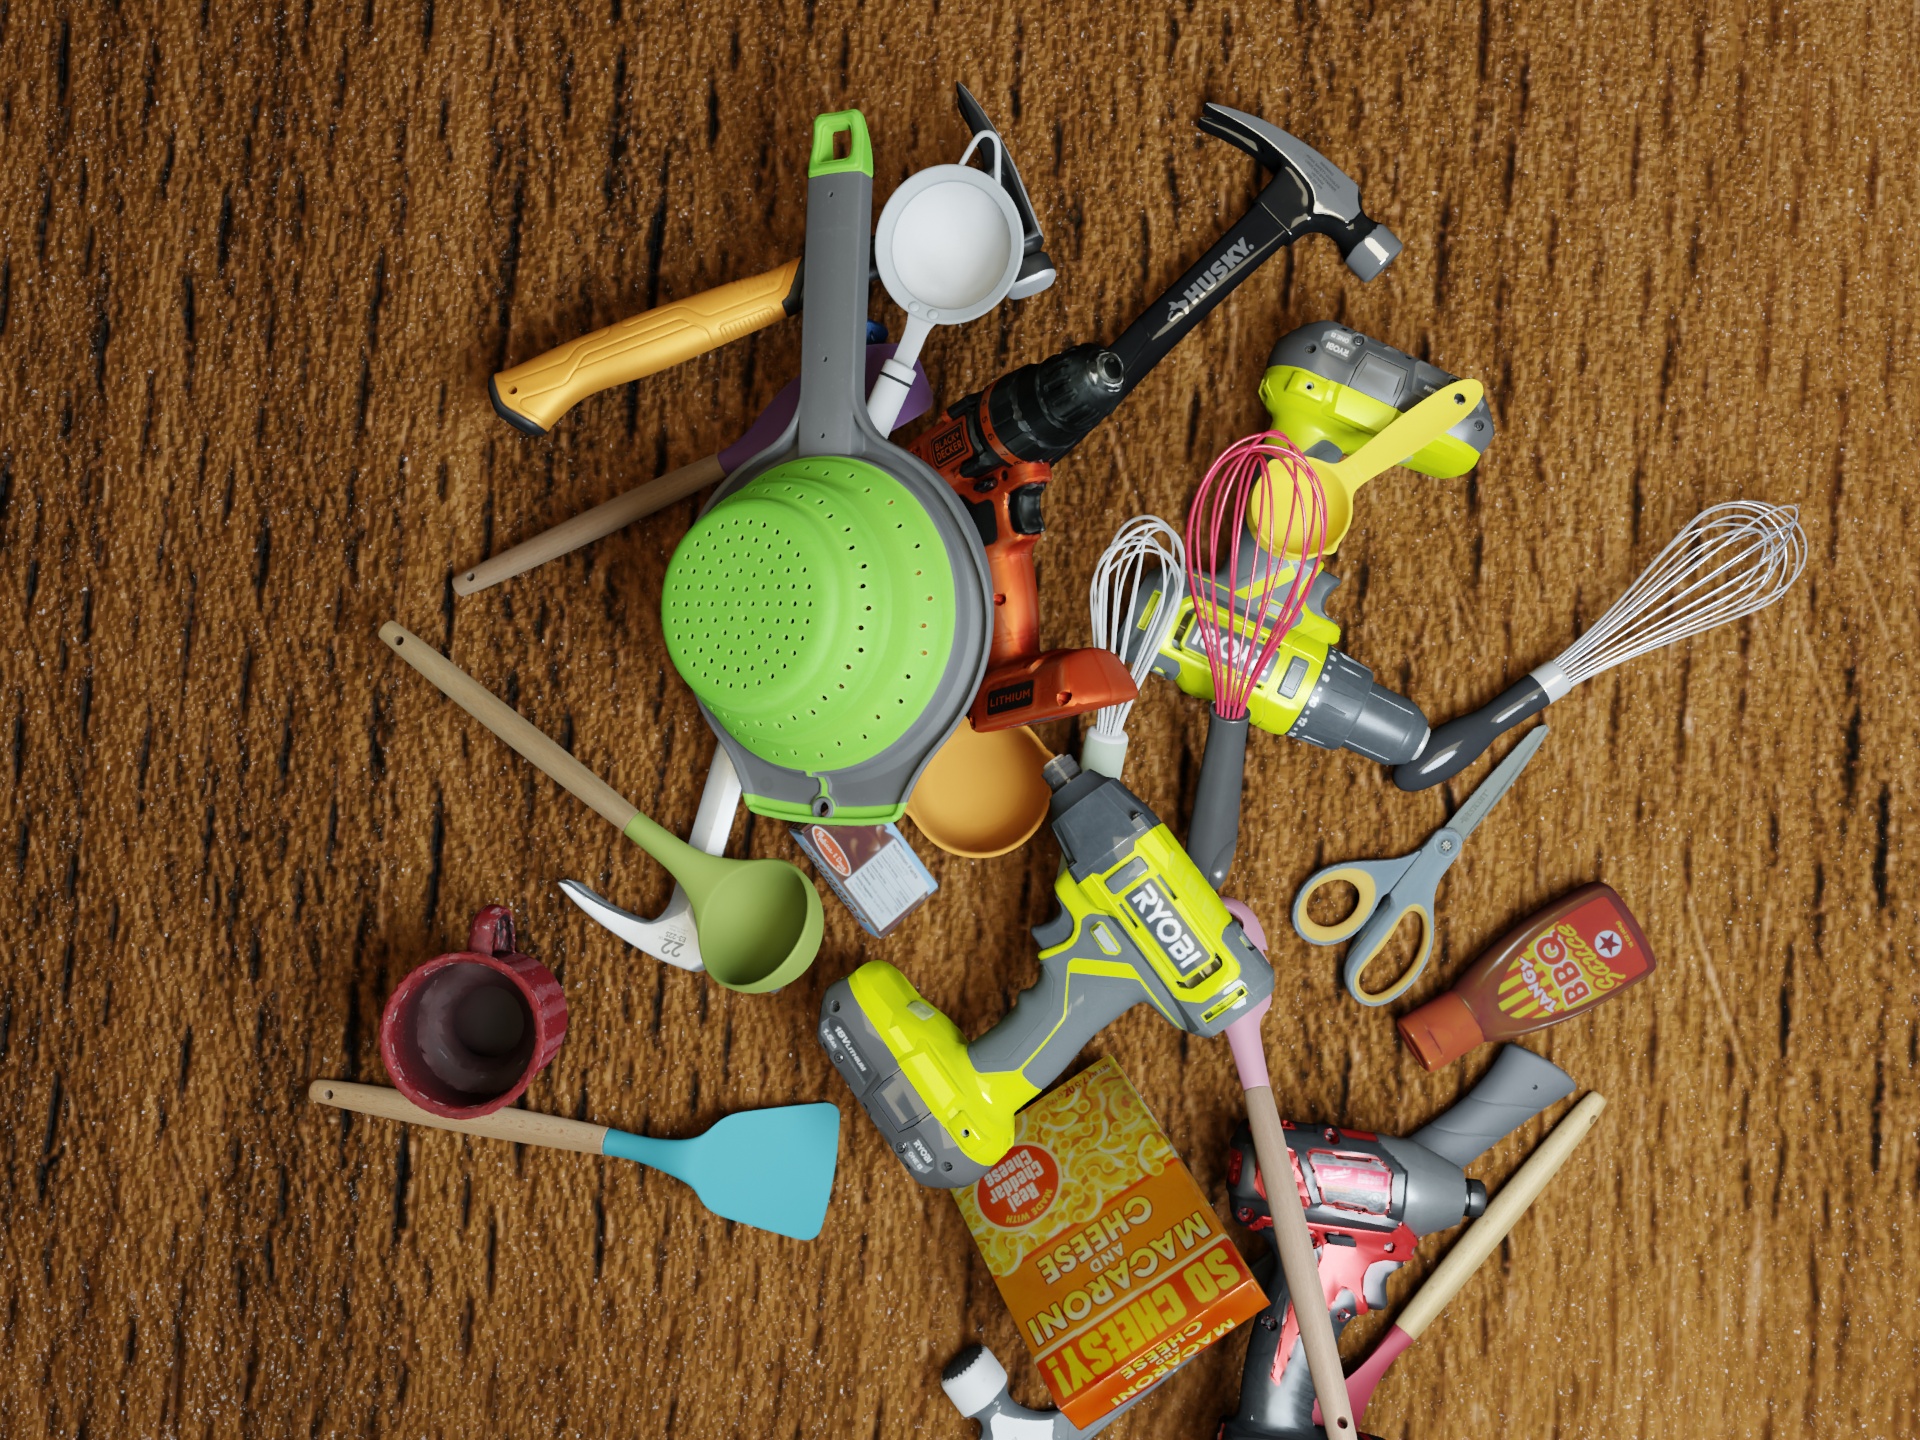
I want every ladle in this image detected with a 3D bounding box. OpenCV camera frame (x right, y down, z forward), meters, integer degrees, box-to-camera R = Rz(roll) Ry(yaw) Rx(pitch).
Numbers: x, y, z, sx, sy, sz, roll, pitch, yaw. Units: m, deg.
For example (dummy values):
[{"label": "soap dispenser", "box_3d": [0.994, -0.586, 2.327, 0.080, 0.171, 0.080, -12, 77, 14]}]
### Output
[{"label": "ladle", "box_3d": [-0.211, 0.041, 0.911, 0.320, 0.062, 0.078, 38, 85, 4]}, {"label": "ladle", "box_3d": [0.279, 0.341, 0.941, 0.315, 0.031, 0.069, -48, 121, -6]}]

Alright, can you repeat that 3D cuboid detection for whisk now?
[{"label": "whisk", "box_3d": [0.380, -0.041, 0.954, 0.284, 0.070, 0.070, -34, 88, 3]}, {"label": "whisk", "box_3d": [0.087, 0.001, 0.915, 0.057, 0.059, 0.246, -10, 119, -39]}, {"label": "whisk", "box_3d": [0.153, -0.022, 0.885, 0.073, 0.073, 0.295, 2, 122, 0]}]

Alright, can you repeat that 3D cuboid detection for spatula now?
[{"label": "spatula", "box_3d": [-0.234, 0.247, 0.953, 0.317, 0.044, 0.082, 9, 88, 5]}, {"label": "spatula", "box_3d": [-0.166, -0.145, 0.950, 0.316, 0.018, 0.060, -24, 78, 9]}]

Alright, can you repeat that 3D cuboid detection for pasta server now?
[{"label": "pasta server", "box_3d": [0.167, 0.230, 0.866, 0.060, 0.040, 0.317, -9, 57, 0]}]

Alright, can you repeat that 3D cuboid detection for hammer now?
[{"label": "hammer", "box_3d": [0.194, 0.327, 0.942, 0.409, 0.036, 0.149, -36, 89, -2]}, {"label": "hammer", "box_3d": [0.101, -0.227, 0.971, 0.335, 0.035, 0.146, -44, 88, -2]}, {"label": "hammer", "box_3d": [-0.124, -0.050, 0.961, 0.144, 0.035, 0.405, 15, 87, 1]}, {"label": "hammer", "box_3d": [-0.121, -0.256, 0.938, 0.337, 0.034, 0.127, -22, 86, 0]}]

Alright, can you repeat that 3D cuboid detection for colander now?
[{"label": "colander", "box_3d": [-0.090, -0.141, 0.856, 0.204, 0.094, 0.397, 2, 90, 27]}]

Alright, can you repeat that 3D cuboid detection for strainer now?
[{"label": "strainer", "box_3d": [-0.033, -0.205, 0.902, 0.087, 0.050, 0.258, 27, 99, 11]}]

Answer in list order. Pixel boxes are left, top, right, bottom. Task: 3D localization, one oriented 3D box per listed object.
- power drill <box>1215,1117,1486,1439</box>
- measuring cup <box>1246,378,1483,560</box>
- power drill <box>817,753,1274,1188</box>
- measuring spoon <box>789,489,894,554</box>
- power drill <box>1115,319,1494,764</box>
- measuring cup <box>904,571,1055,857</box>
[{"label": "power drill", "box_3d": [0.214, 0.339, 0.883, 0.143, 0.078, 0.220, 6, 80, 2]}, {"label": "measuring cup", "box_3d": [0.228, -0.145, 0.897, 0.156, 0.029, 0.062, -34, 89, -7]}, {"label": "power drill", "box_3d": [0.038, 0.141, 0.891, 0.223, 0.080, 0.171, -38, 81, 11]}, {"label": "measuring spoon", "box_3d": [-0.059, -0.128, 0.951, 0.117, 0.011, 0.021, -33, 123, -33]}, {"label": "power drill", "box_3d": [0.221, -0.099, 0.944, 0.190, 0.080, 0.228, 25, 90, 3]}, {"label": "measuring cup", "box_3d": [-0.002, -0.003, 0.951, 0.095, 0.052, 0.174, -16, 85, -1]}]
